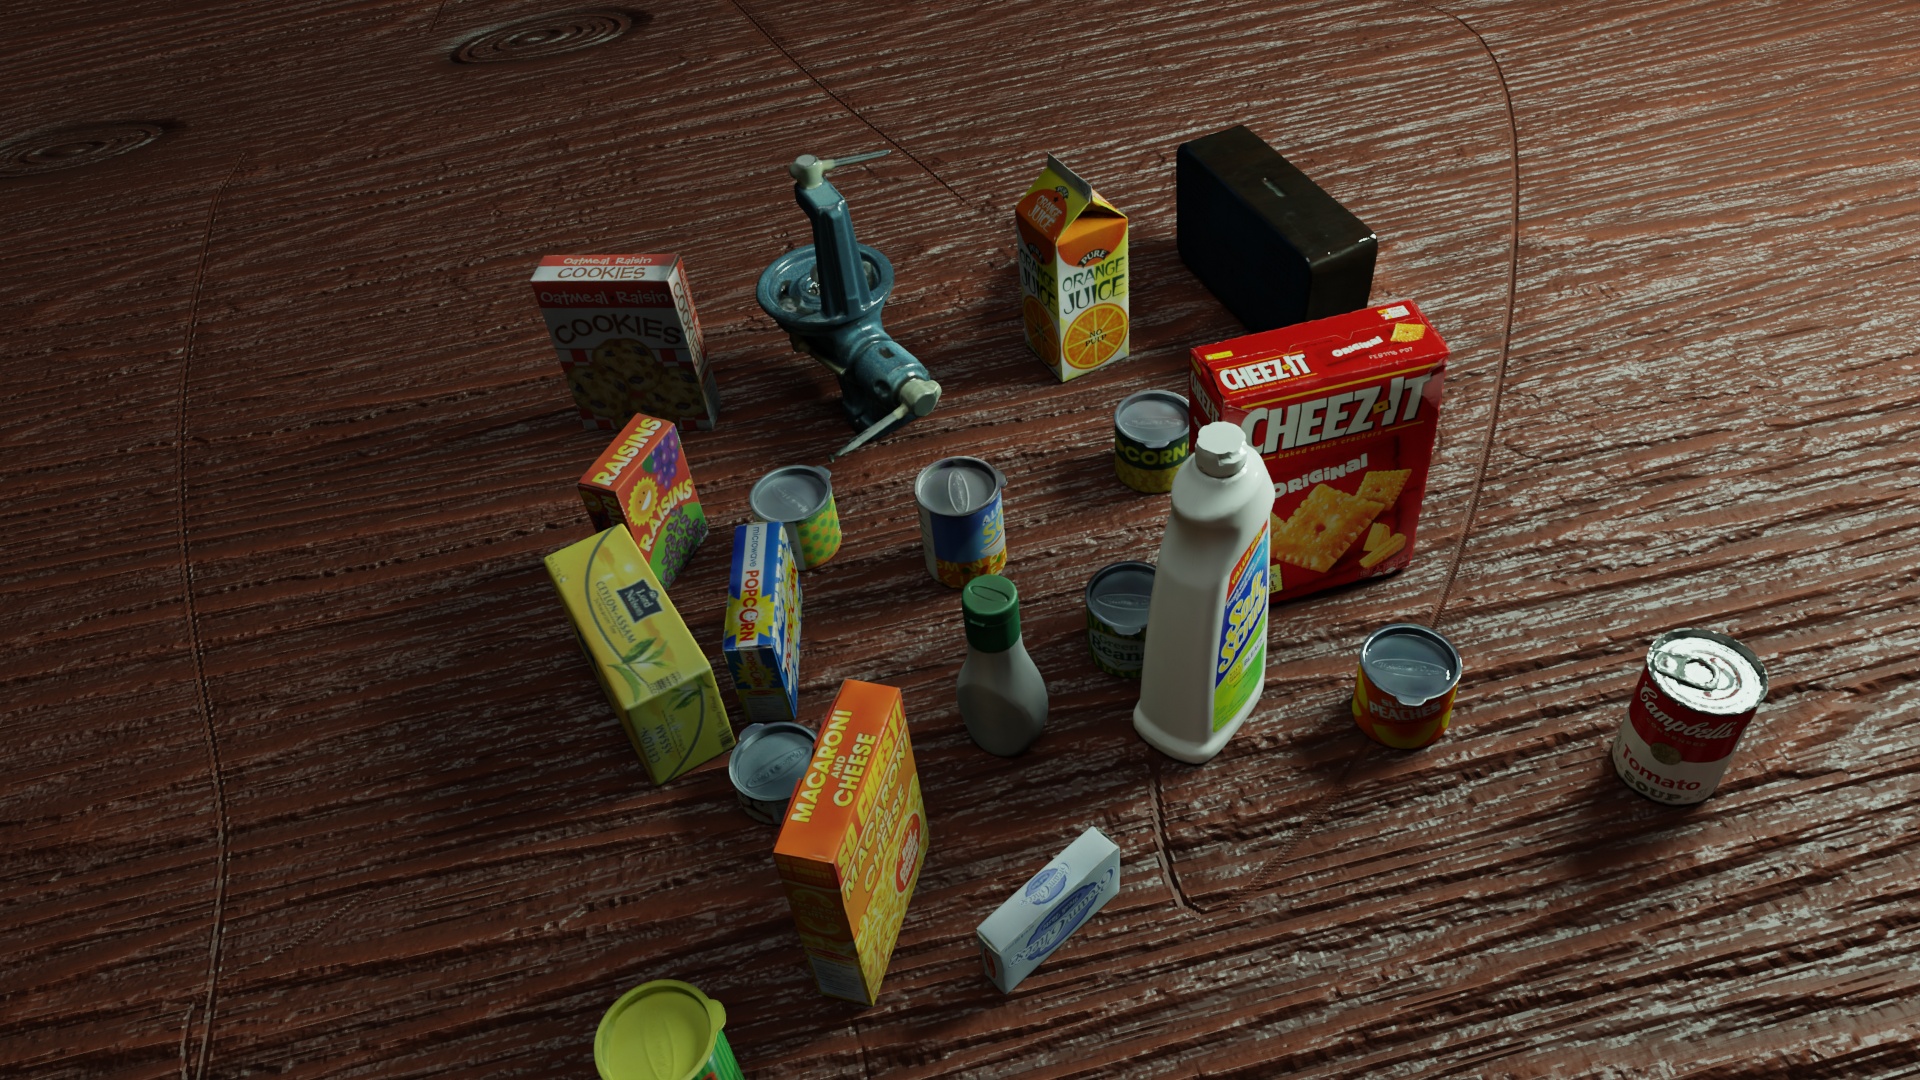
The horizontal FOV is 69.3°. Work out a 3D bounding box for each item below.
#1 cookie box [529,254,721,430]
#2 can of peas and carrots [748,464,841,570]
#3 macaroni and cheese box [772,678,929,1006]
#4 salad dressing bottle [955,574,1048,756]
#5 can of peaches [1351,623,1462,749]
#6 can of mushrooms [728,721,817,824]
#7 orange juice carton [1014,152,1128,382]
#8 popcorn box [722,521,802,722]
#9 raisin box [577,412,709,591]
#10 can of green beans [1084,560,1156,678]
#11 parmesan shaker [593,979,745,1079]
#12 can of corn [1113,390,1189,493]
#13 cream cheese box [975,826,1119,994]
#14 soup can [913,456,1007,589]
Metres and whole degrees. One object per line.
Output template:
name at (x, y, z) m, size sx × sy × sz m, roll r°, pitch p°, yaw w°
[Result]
cookie box at (-0.289, -0.172, 1.216) m, size 0.123 × 0.166 × 0.040 m, roll 1°, pitch 46°, yaw 8°
can of peas and carrots at (-0.131, -0.019, 1.122) m, size 0.071 × 0.058 × 0.071 m, roll -4°, pitch 45°, yaw 4°
macaroni and cheese box at (-0.062, 0.183, 0.837) m, size 0.040 × 0.165 × 0.124 m, roll 8°, pitch 47°, yaw 15°
salad dressing bottle at (0.025, 0.085, 0.936) m, size 0.064 × 0.146 × 0.044 m, roll 17°, pitch 50°, yaw 23°
can of peaches at (0.303, 0.102, 0.947) m, size 0.071 × 0.057 × 0.071 m, roll -4°, pitch 45°, yaw 4°
can of mushrooms at (-0.126, 0.160, 0.962) m, size 0.071 × 0.033 × 0.071 m, roll -4°, pitch 45°, yaw 4°
orange juice carton at (0.099, -0.242, 1.219) m, size 0.073 × 0.191 × 0.072 m, roll -23°, pitch 47°, yaw -15°
popcorn box at (-0.144, 0.059, 1.027) m, size 0.038 × 0.084 × 0.127 m, roll -5°, pitch 45°, yaw 2°
raisin box at (-0.248, -0.025, 1.097) m, size 0.040 × 0.122 × 0.086 m, roll 14°, pitch 49°, yaw 20°
can of green beans at (0.125, 0.058, 1.013) m, size 0.071 × 0.057 × 0.071 m, roll -4°, pitch 45°, yaw 4°
parmesan shaker at (-0.156, 0.300, 0.778) m, size 0.071 × 0.102 × 0.072 m, roll -4°, pitch 45°, yaw 4°
can of corn at (0.160, -0.079, 1.144) m, size 0.071 × 0.058 × 0.071 m, roll -4°, pitch 45°, yaw 4°
cream cheese box at (0.055, 0.227, 0.857) m, size 0.104 × 0.053 × 0.024 m, roll -36°, pitch 51°, yaw -25°
soup can at (0.004, -0.014, 1.081) m, size 0.071 × 0.083 × 0.072 m, roll -4°, pitch 45°, yaw 4°
